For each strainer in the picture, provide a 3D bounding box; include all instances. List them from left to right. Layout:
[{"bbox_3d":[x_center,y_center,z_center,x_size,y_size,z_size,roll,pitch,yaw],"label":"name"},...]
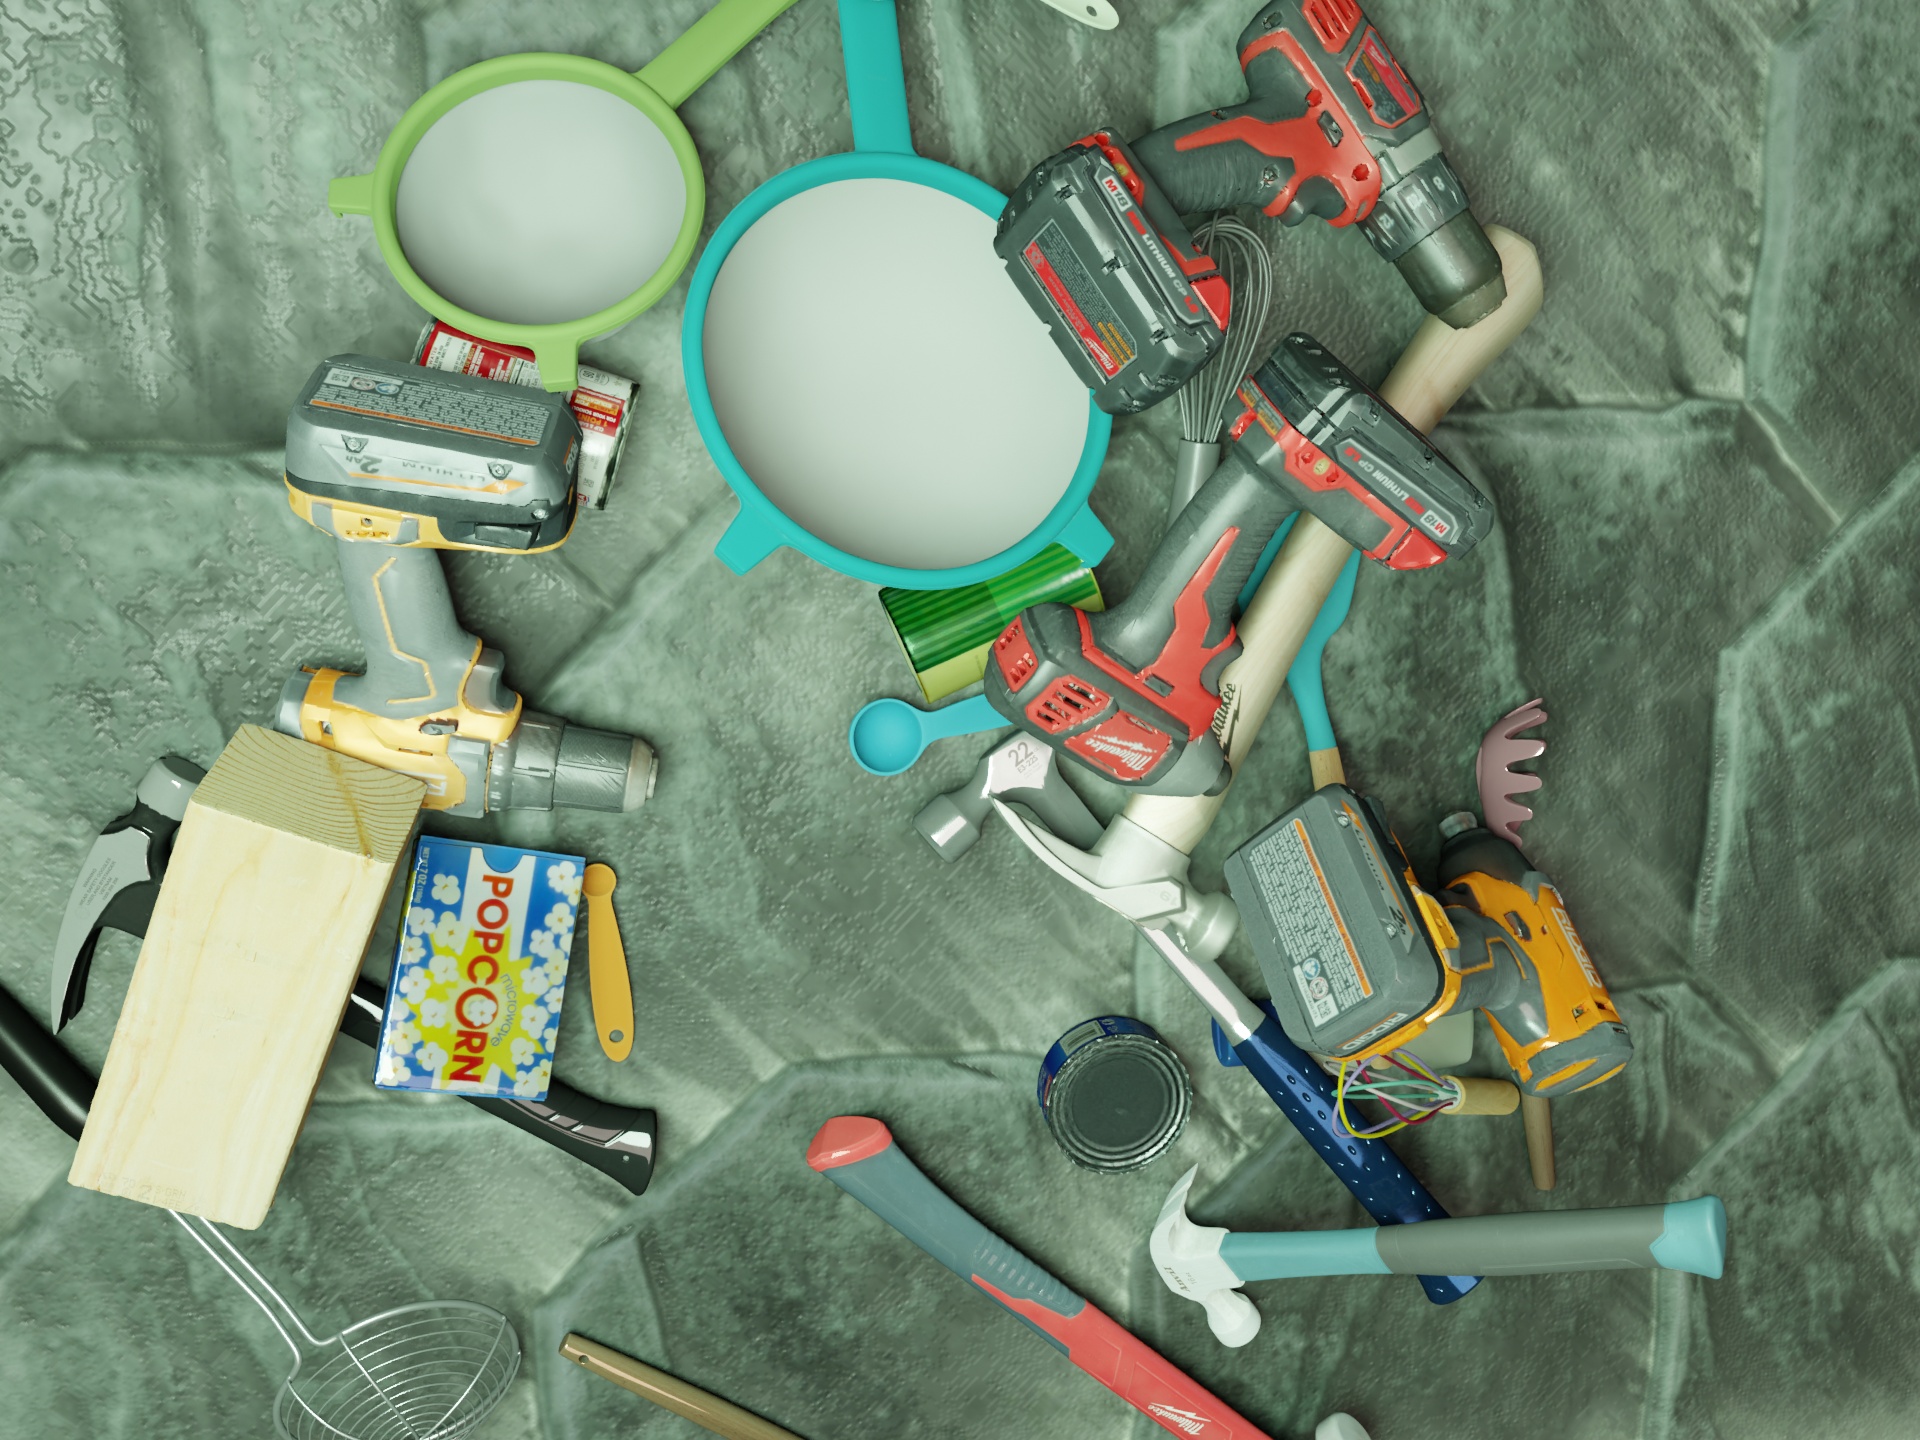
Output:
[{"bbox_3d":[-0.161,-0.271,0.767,0.151,0.069,0.256,39,75,7],"label":"strainer"},{"bbox_3d":[-0.046,-0.221,0.786,0.211,0.095,0.340,-3,81,-21],"label":"strainer"}]

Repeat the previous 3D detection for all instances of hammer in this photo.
[{"bbox_3d":[-0.307,0.165,0.841,0.334,0.035,0.146,33,94,-14],"label":"hammer"},{"bbox_3d":[0.058,0.366,0.935,0.386,0.038,0.143,39,111,-11],"label":"hammer"},{"bbox_3d":[0.157,0.159,0.881,0.144,0.035,0.405,-41,96,-3],"label":"hammer"},{"bbox_3d":[0.174,-0.084,0.835,0.146,0.038,0.410,31,88,-7],"label":"hammer"},{"bbox_3d":[0.240,0.282,0.846,0.331,0.033,0.128,-20,115,41],"label":"hammer"}]

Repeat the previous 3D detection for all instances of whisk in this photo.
[{"bbox_3d":[0.127,-0.147,0.846,0.055,0.055,0.239,2,106,-10],"label":"whisk"},{"bbox_3d":[0.262,0.202,0.878,0.051,0.047,0.244,-31,151,27],"label":"whisk"}]

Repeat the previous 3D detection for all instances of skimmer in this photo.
[{"bbox_3d":[-0.390,0.263,0.850,0.127,0.090,0.363,-41,95,4],"label":"skimmer"}]

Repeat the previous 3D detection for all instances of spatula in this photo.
[{"bbox_3d":[-0.097,0.435,0.940,0.315,0.018,0.060,33,95,-15],"label":"spatula"},{"bbox_3d":[0.209,0.042,0.883,0.082,0.044,0.317,-12,93,-9],"label":"spatula"}]

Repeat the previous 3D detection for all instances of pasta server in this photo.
[{"bbox_3d":[0.339,0.140,0.943,0.040,0.060,0.316,-4,107,24],"label":"pasta server"}]

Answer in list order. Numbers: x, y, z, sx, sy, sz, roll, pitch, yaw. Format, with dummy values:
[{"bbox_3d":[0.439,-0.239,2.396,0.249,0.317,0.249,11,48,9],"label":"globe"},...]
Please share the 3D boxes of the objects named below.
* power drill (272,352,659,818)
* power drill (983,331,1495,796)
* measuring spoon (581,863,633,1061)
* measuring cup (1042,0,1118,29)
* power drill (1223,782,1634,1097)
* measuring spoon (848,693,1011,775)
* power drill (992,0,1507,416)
[{"bbox_3d":[-0.228,-0.045,0.756,0.185,0.084,0.226,9,127,-10],"label":"power drill"},{"bbox_3d":[0.129,-0.056,0.743,0.143,0.079,0.219,31,113,-29],"label":"power drill"},{"bbox_3d":[-0.192,0.132,0.867,0.021,0.011,0.117,-6,106,-11],"label":"measuring spoon"},{"bbox_3d":[-0.004,-0.363,0.761,0.167,0.038,0.083,19,71,-20],"label":"measuring cup"},{"bbox_3d":[0.241,0.103,0.817,0.226,0.164,0.084,16,135,-39],"label":"power drill"},{"bbox_3d":[-0.001,-0.003,0.870,0.128,0.021,0.042,-14,103,-16],"label":"measuring spoon"},{"bbox_3d":[0.151,-0.235,0.765,0.227,0.080,0.188,-37,95,-21],"label":"power drill"}]
